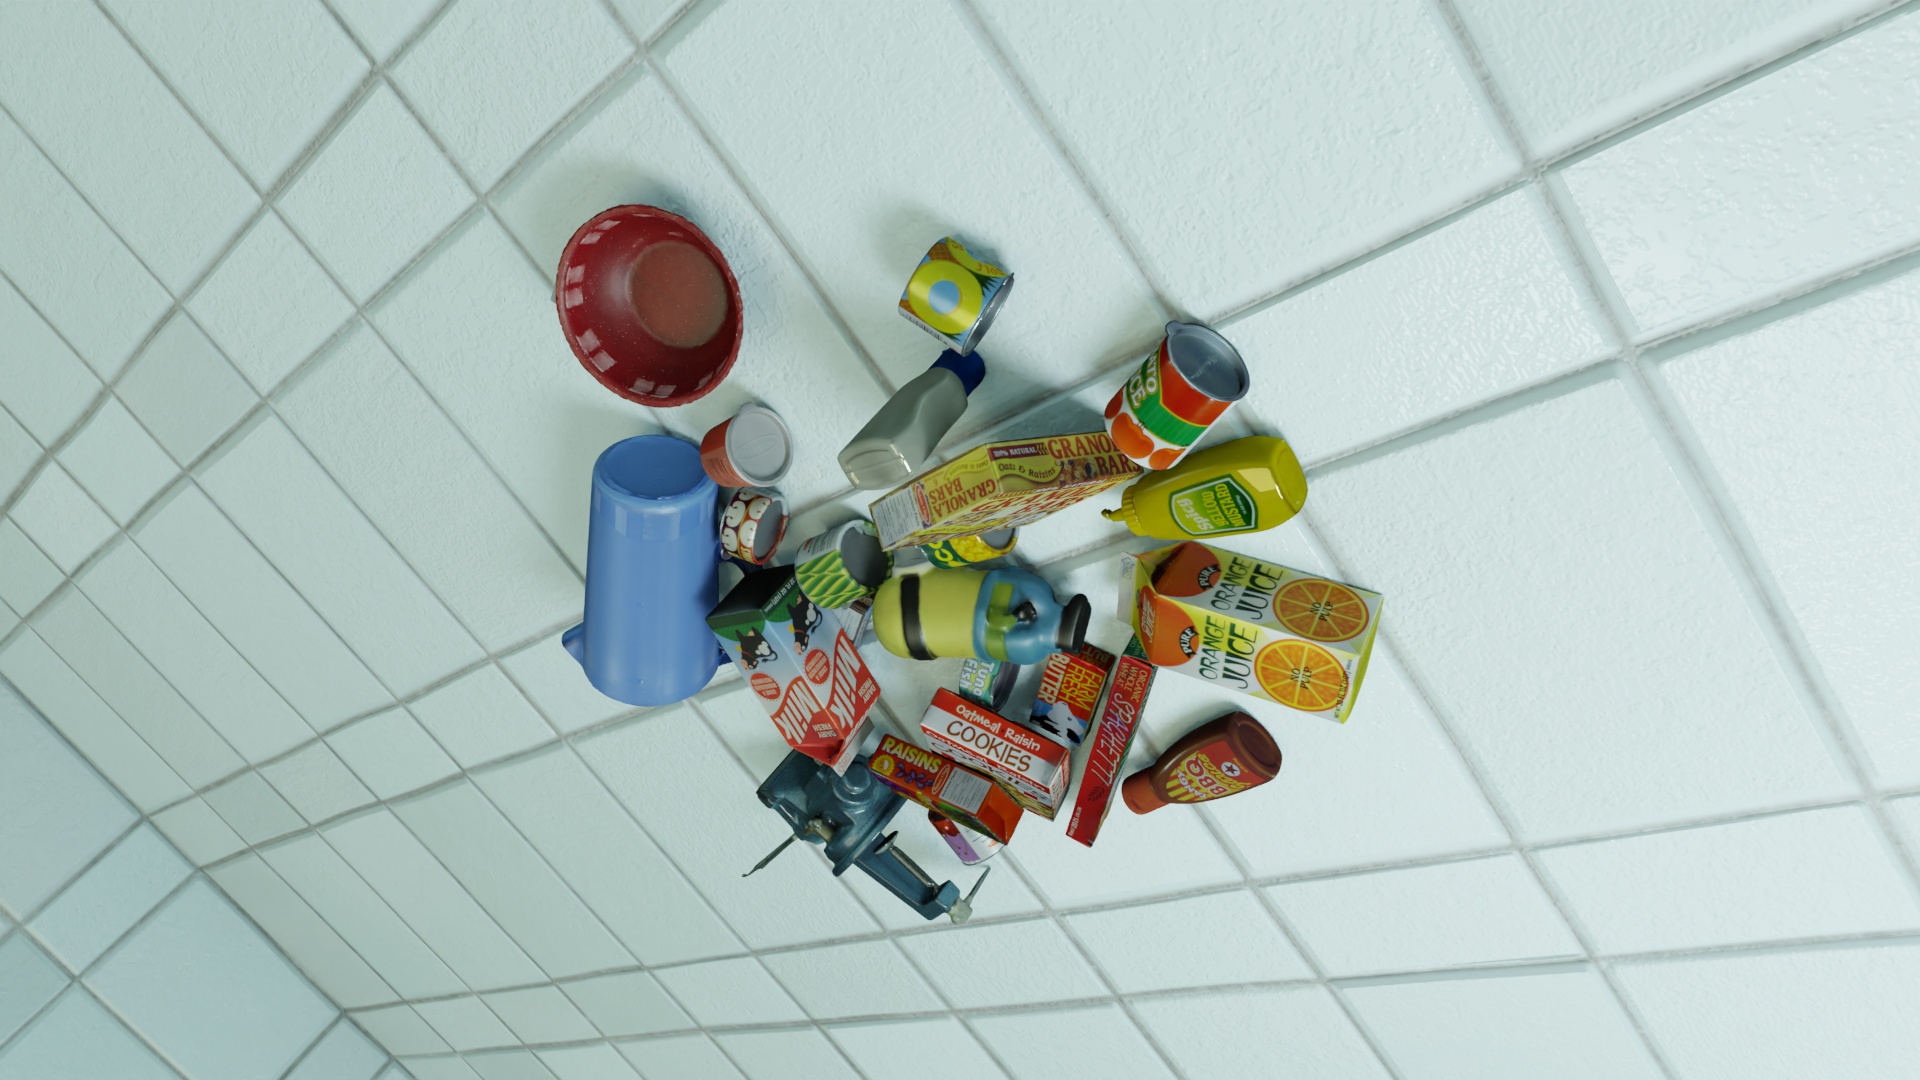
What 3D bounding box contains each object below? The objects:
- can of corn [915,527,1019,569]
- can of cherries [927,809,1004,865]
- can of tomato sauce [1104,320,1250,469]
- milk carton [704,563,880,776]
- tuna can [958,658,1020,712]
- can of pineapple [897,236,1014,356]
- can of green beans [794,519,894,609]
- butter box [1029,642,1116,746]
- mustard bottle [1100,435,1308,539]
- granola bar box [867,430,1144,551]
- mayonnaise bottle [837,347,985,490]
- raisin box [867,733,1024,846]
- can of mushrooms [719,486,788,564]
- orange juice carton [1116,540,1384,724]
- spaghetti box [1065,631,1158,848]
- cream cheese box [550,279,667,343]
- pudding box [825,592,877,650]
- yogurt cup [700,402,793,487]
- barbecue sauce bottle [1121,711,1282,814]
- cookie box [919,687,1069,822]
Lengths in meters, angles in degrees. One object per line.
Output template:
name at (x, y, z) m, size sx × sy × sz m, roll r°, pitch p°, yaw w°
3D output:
can of corn at (0.004, -0.014, 1.106) m, size 0.058 × 0.071 × 0.071 m, roll -15°, pitch 116°, yaw 38°
can of cherries at (0.009, 0.268, 1.335) m, size 0.071 × 0.072 × 0.058 m, roll -23°, pitch 110°, yaw 41°
can of tomato sauce at (0.146, -0.099, 0.954) m, size 0.071 × 0.071 × 0.082 m, roll 38°, pitch 136°, yaw -1°
milk carton at (-0.139, 0.120, 1.256) m, size 0.073 × 0.073 × 0.190 m, roll -12°, pitch 118°, yaw 37°
tuna can at (0.026, 0.113, 1.195) m, size 0.033 × 0.071 × 0.070 m, roll 19°, pitch 132°, yaw 18°
can of pineapple at (-0.002, -0.175, 0.985) m, size 0.058 × 0.071 × 0.070 m, roll 33°, pitch 135°, yaw 4°
can of green beans at (-0.100, 0.021, 1.201) m, size 0.057 × 0.071 × 0.071 m, roll -22°, pitch 112°, yaw 40°
butter box at (0.096, 0.129, 1.199) m, size 0.053 × 0.024 × 0.103 m, roll 24°, pitch 134°, yaw 12°
mustard bottle at (0.168, -0.030, 1.008) m, size 0.160 × 0.049 × 0.065 m, roll -14°, pitch 116°, yaw 38°
granola bar box at (0.034, -0.039, 1.005) m, size 0.124 × 0.166 × 0.039 m, roll -25°, pitch 80°, yaw 41°
mayonnaise bottle at (-0.028, -0.092, 1.007) m, size 0.064 × 0.149 × 0.041 m, roll -13°, pitch 117°, yaw 38°
raisin box at (-0.014, 0.226, 1.261) m, size 0.123 × 0.040 × 0.086 m, roll 19°, pitch 162°, yaw 30°
can of mushrooms at (-0.182, -0.012, 1.222) m, size 0.033 × 0.071 × 0.070 m, roll 18°, pitch 132°, yaw 16°
orange juice carton at (0.208, 0.062, 1.041) m, size 0.193 × 0.073 × 0.071 m, roll 17°, pitch 132°, yaw 20°
spaghetti box at (0.133, 0.169, 1.190) m, size 0.029 × 0.050 × 0.248 m, roll 22°, pitch 133°, yaw 13°
cream cheese box at (-0.294, -0.198, 1.173) m, size 0.104 × 0.024 × 0.053 m, roll 34°, pitch 134°, yaw 2°
pudding box at (-0.110, 0.071, 1.274) m, size 0.050 × 0.030 × 0.083 m, roll 29°, pitch 135°, yaw 6°
yogurt cup at (-0.184, -0.076, 1.177) m, size 0.054 × 0.073 × 0.072 m, roll -10°, pitch 119°, yaw 46°
barbecue sauce bottle at (0.198, 0.195, 1.176) m, size 0.065 × 0.044 × 0.148 m, roll 45°, pitch 135°, yaw -10°
cookie box at (0.034, 0.191, 1.227) m, size 0.123 × 0.040 × 0.167 m, roll 24°, pitch 162°, yaw 13°
